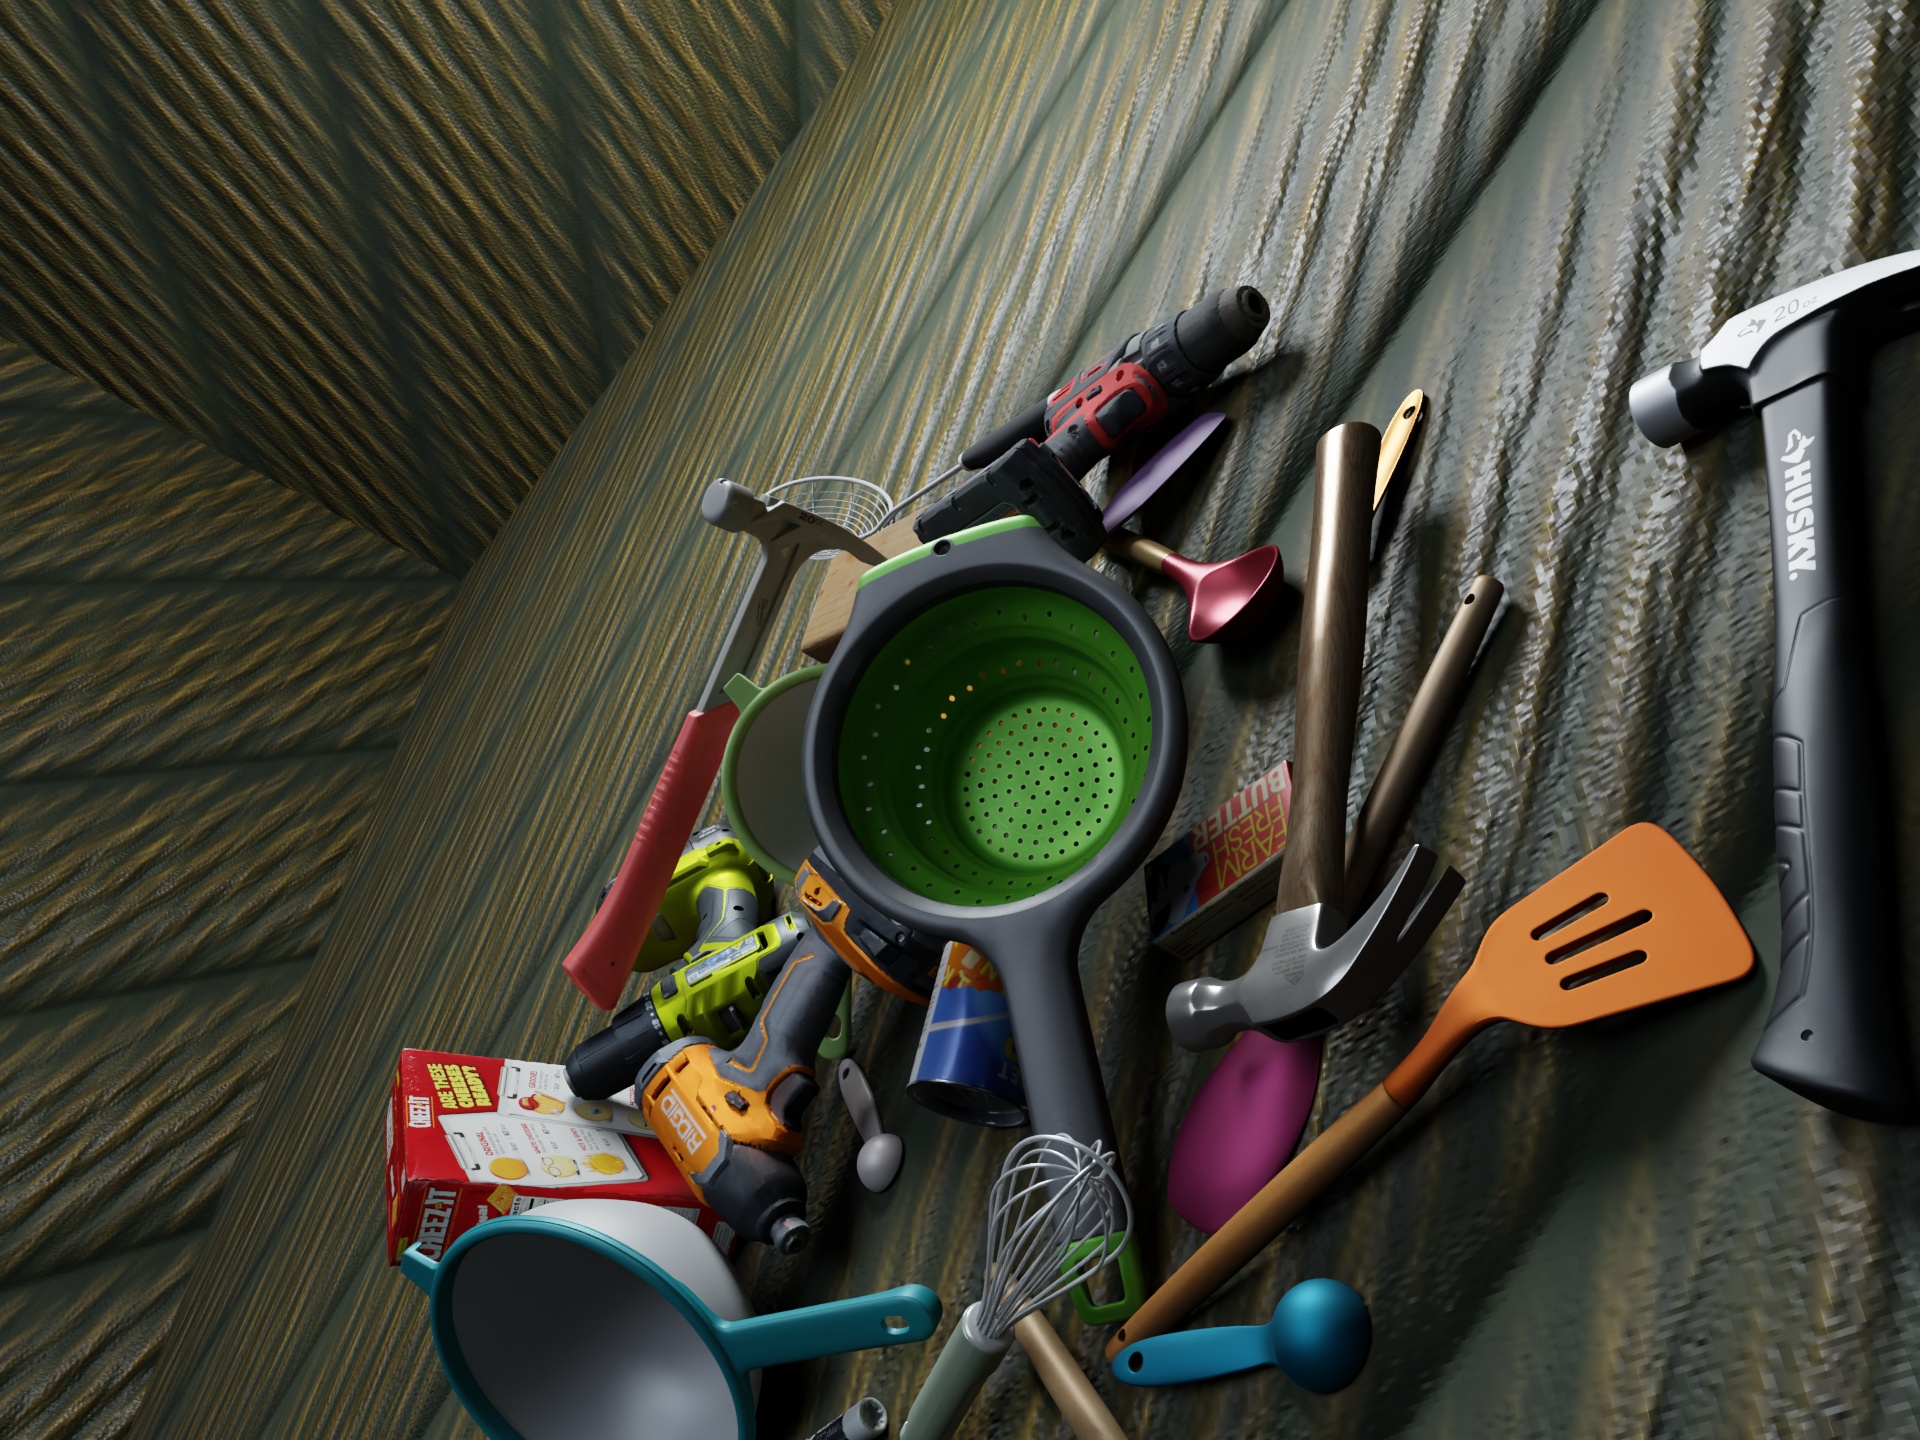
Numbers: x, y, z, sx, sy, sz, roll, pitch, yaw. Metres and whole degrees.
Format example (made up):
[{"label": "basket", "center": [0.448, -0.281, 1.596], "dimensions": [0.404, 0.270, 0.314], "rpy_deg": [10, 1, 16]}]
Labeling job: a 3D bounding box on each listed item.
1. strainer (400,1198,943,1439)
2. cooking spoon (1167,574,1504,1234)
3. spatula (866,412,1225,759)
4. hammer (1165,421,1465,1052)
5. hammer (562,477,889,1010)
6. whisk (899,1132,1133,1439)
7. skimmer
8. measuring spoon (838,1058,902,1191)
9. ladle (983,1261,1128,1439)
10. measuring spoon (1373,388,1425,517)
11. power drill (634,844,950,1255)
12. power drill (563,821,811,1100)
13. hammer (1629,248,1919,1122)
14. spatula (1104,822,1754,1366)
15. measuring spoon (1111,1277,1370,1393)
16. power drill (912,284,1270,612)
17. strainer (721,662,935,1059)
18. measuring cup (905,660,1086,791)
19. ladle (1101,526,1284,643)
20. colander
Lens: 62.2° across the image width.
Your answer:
[{"label": "strainer", "center": [-0.143, 0.334, 0.903], "dimensions": [0.340, 0.211, 0.095], "rpy_deg": [-20, 13, 27]}, {"label": "cooking spoon", "center": [0.170, 0.077, 0.709], "dimensions": [0.319, 0.017, 0.069], "rpy_deg": [-63, 27, -5]}, {"label": "spatula", "center": [0.054, -0.085, 1.016], "dimensions": [0.316, 0.018, 0.060], "rpy_deg": [-46, 18, -5]}, {"label": "hammer", "center": [0.171, -0.011, 0.734], "dimensions": [0.130, 0.031, 0.332], "rpy_deg": [-25, 42, 45]}, {"label": "hammer", "center": [-0.170, 0.026, 1.070], "dimensions": [0.037, 0.149, 0.359], "rpy_deg": [25, 93, 48]}, {"label": "whisk", "center": [0.016, 0.262, 0.698], "dimensions": [0.058, 0.059, 0.246], "rpy_deg": [-36, -26, -48]}, {"label": "skimmer", "center": [-0.045, -0.220, 1.341], "dimensions": [0.363, 0.090, 0.127], "rpy_deg": [-23, 12, 49]}, {"label": "measuring spoon", "center": [-0.063, 0.240, 0.968], "dimensions": [0.034, 0.018, 0.124], "rpy_deg": [-56, 25, 9]}, {"label": "ladle", "center": [0.059, 0.301, 0.637], "dimensions": [0.078, 0.062, 0.320], "rpy_deg": [-58, 22, 0]}, {"label": "measuring spoon", "center": [0.224, -0.126, 0.839], "dimensions": [0.021, 0.011, 0.117], "rpy_deg": [-6, 54, 60]}, {"label": "power drill", "center": [-0.087, 0.194, 0.948], "dimensions": [0.226, 0.084, 0.164], "rpy_deg": [-53, 45, 2]}, {"label": "power drill", "center": [-0.200, 0.174, 1.153], "dimensions": [0.190, 0.080, 0.229], "rpy_deg": [-28, 24, -5]}, {"label": "hammer", "center": [0.303, -0.025, 0.552], "dimensions": [0.146, 0.035, 0.335], "rpy_deg": [-28, 40, 50]}, {"label": "spatula", "center": [0.163, 0.165, 0.628], "dimensions": [0.322, 0.041, 0.081], "rpy_deg": [-52, 27, 25]}, {"label": "measuring spoon", "center": [0.103, 0.248, 0.633], "dimensions": [0.128, 0.021, 0.042], "rpy_deg": [-28, 41, 38]}, {"label": "power drill", "center": [0.090, -0.181, 1.008], "dimensions": [0.188, 0.080, 0.227], "rpy_deg": [-27, 19, 51]}, {"label": "strainer", "center": [-0.079, 0.091, 1.054], "dimensions": [0.069, 0.151, 0.256], "rpy_deg": [-4, -85, -87]}, {"label": "measuring cup", "center": [-0.001, -0.003, 0.942], "dimensions": [0.052, 0.173, 0.095], "rpy_deg": [-52, 50, 26]}, {"label": "ladle", "center": [0.119, -0.101, 0.986], "dimensions": [0.069, 0.031, 0.316], "rpy_deg": [-49, 24, 1]}, {"label": "colander", "center": [0.042, 0.095, 0.805], "dimensions": [0.204, 0.094, 0.397], "rpy_deg": [-18, 67, 15]}]
